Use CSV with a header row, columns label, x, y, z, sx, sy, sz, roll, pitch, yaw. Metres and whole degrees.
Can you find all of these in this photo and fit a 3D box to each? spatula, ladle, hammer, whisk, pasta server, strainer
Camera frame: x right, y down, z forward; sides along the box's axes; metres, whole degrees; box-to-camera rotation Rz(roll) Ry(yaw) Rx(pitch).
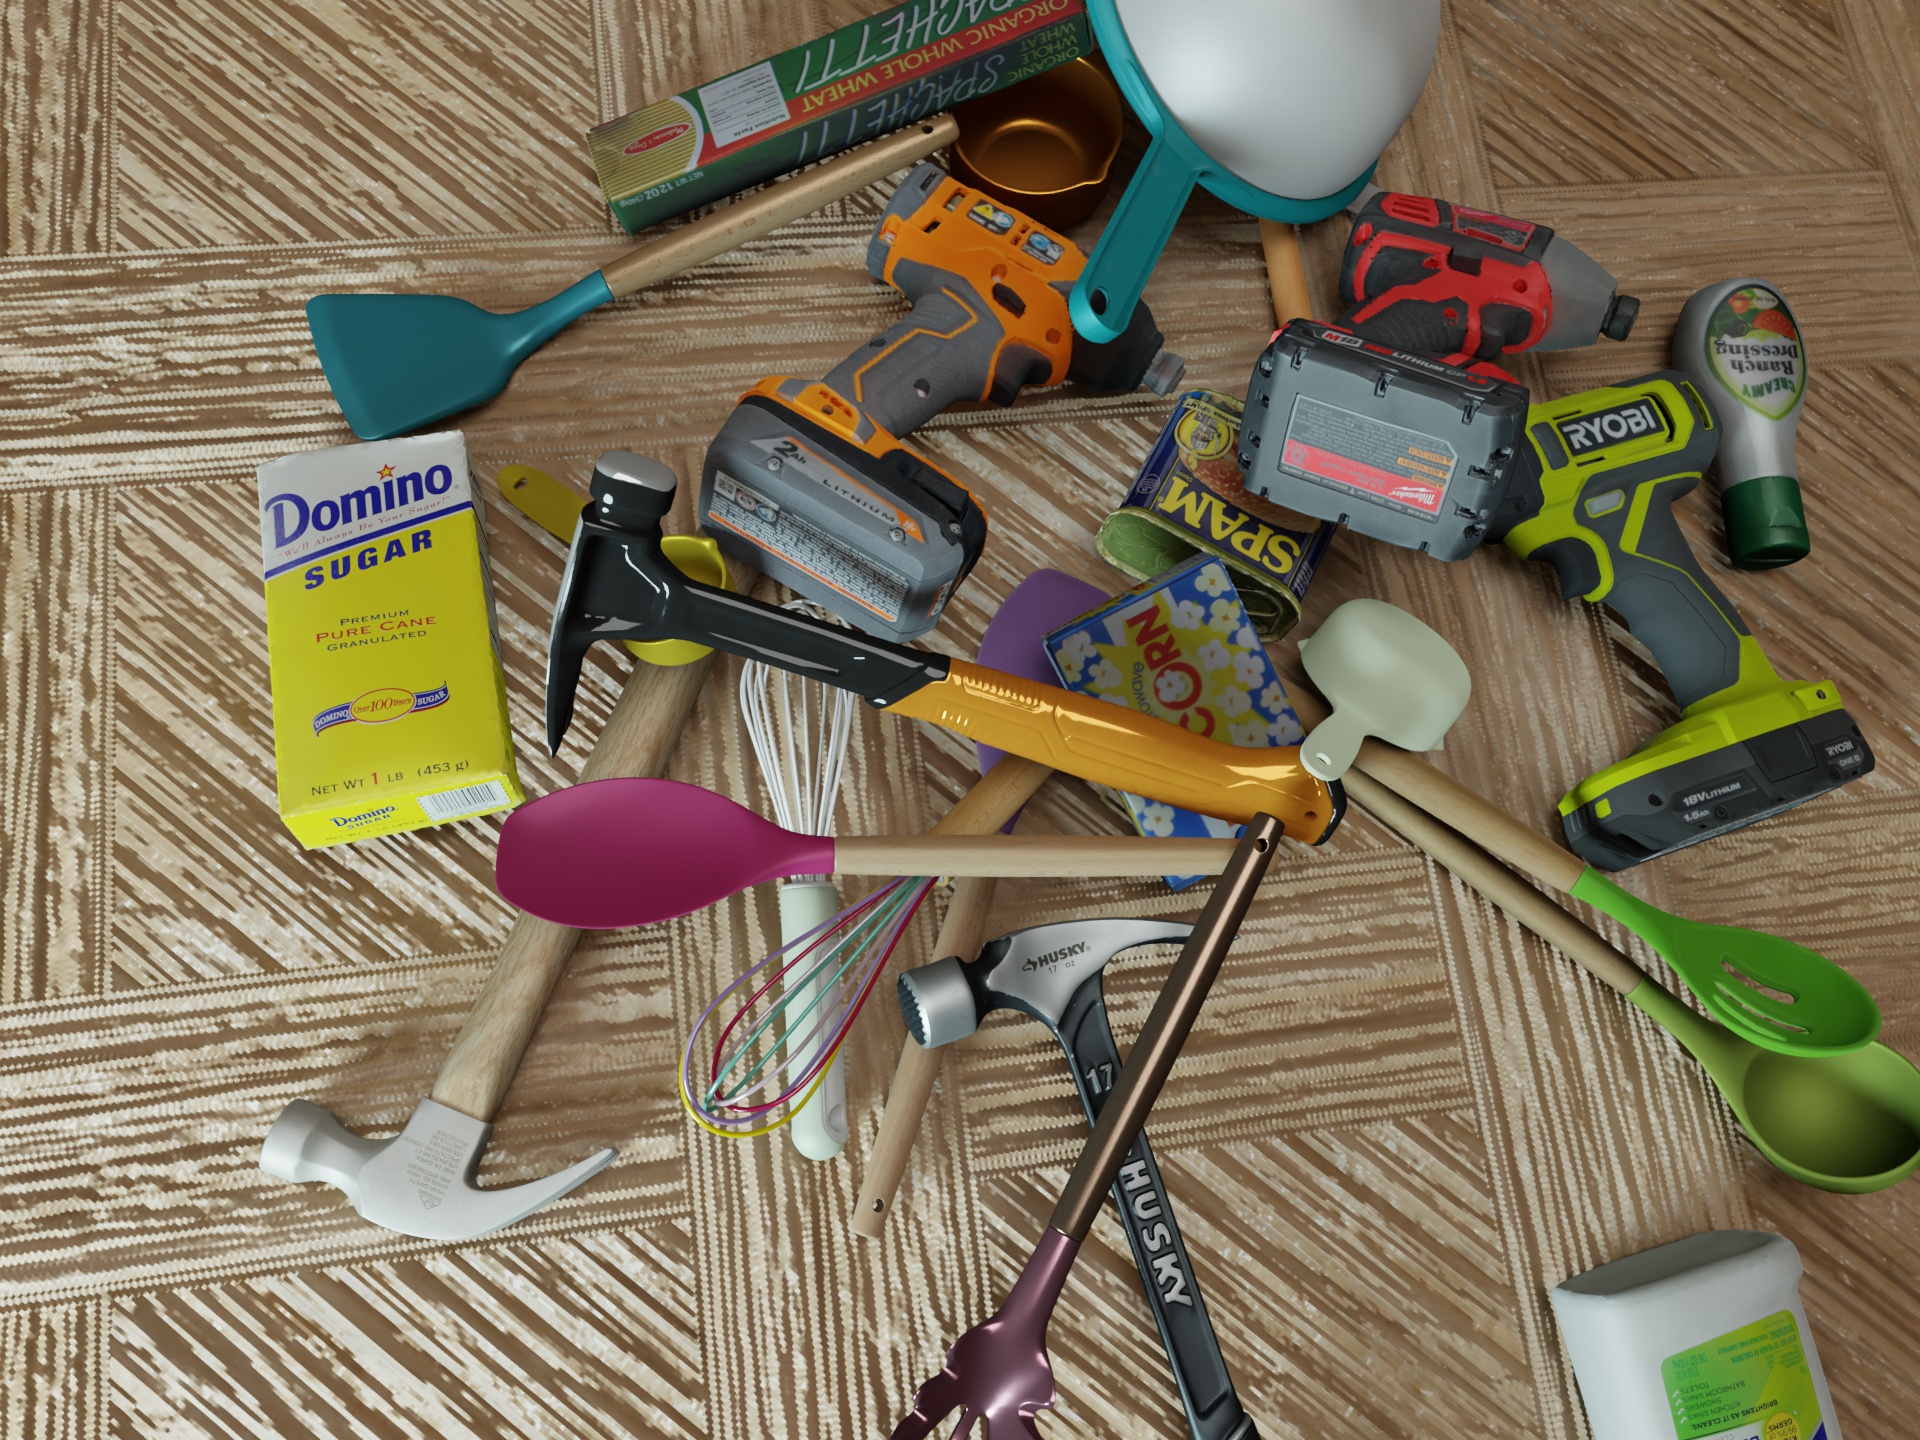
label,x,y,z,sx,sy,sz,roll,pitch,yaw
spatula,-0.146,-0.222,0.753,0.317,0.044,0.082,-25,75,-2
ladle,0.292,0.100,0.725,0.320,0.062,0.078,37,63,7
hammer,-0.163,0.062,0.692,0.130,0.031,0.331,23,73,0
spatula,0.167,-0.270,0.822,0.081,0.041,0.323,1,74,-33
hammer,0.106,0.276,0.655,0.149,0.036,0.409,-16,79,-18
whisk,-0.025,0.080,0.669,0.047,0.051,0.245,31,58,24
pasta server,0.055,0.177,0.622,0.060,0.040,0.316,28,82,-1
spatula,0.005,0.073,0.716,0.059,0.018,0.316,21,72,-10
whisk,-0.066,0.065,0.697,0.059,0.057,0.246,-9,77,26
hammer,-0.001,-0.002,0.660,0.336,0.034,0.127,17,114,-8
strainer,0.141,-0.309,0.739,0.210,0.095,0.340,39,58,-22

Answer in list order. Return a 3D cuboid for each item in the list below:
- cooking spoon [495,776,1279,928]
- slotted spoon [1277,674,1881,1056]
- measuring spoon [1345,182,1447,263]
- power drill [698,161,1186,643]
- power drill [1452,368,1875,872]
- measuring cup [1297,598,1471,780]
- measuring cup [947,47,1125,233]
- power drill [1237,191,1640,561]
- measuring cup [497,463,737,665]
label,x,y,z,sx,sy,sz,roll,pitch,yaw
cooking spoon,-0.026,0.056,0.650,0.319,0.017,0.069,1,56,-6
slotted spoon,0.254,0.056,0.715,0.314,0.031,0.070,33,44,15
measuring spoon,0.234,-0.260,0.844,0.124,0.018,0.034,34,71,10
power drill,0.000,-0.147,0.732,0.164,0.084,0.227,30,59,2
power drill,0.314,-0.050,0.762,0.171,0.080,0.223,-17,73,-12
measuring cup,0.181,-0.013,0.697,0.083,0.167,0.038,38,118,10
measuring cup,0.068,-0.315,0.813,0.173,0.052,0.095,-40,78,-14
power drill,0.226,-0.171,0.736,0.143,0.078,0.220,22,46,17
measuring cup,-0.159,-0.075,0.719,0.157,0.029,0.062,35,74,32
